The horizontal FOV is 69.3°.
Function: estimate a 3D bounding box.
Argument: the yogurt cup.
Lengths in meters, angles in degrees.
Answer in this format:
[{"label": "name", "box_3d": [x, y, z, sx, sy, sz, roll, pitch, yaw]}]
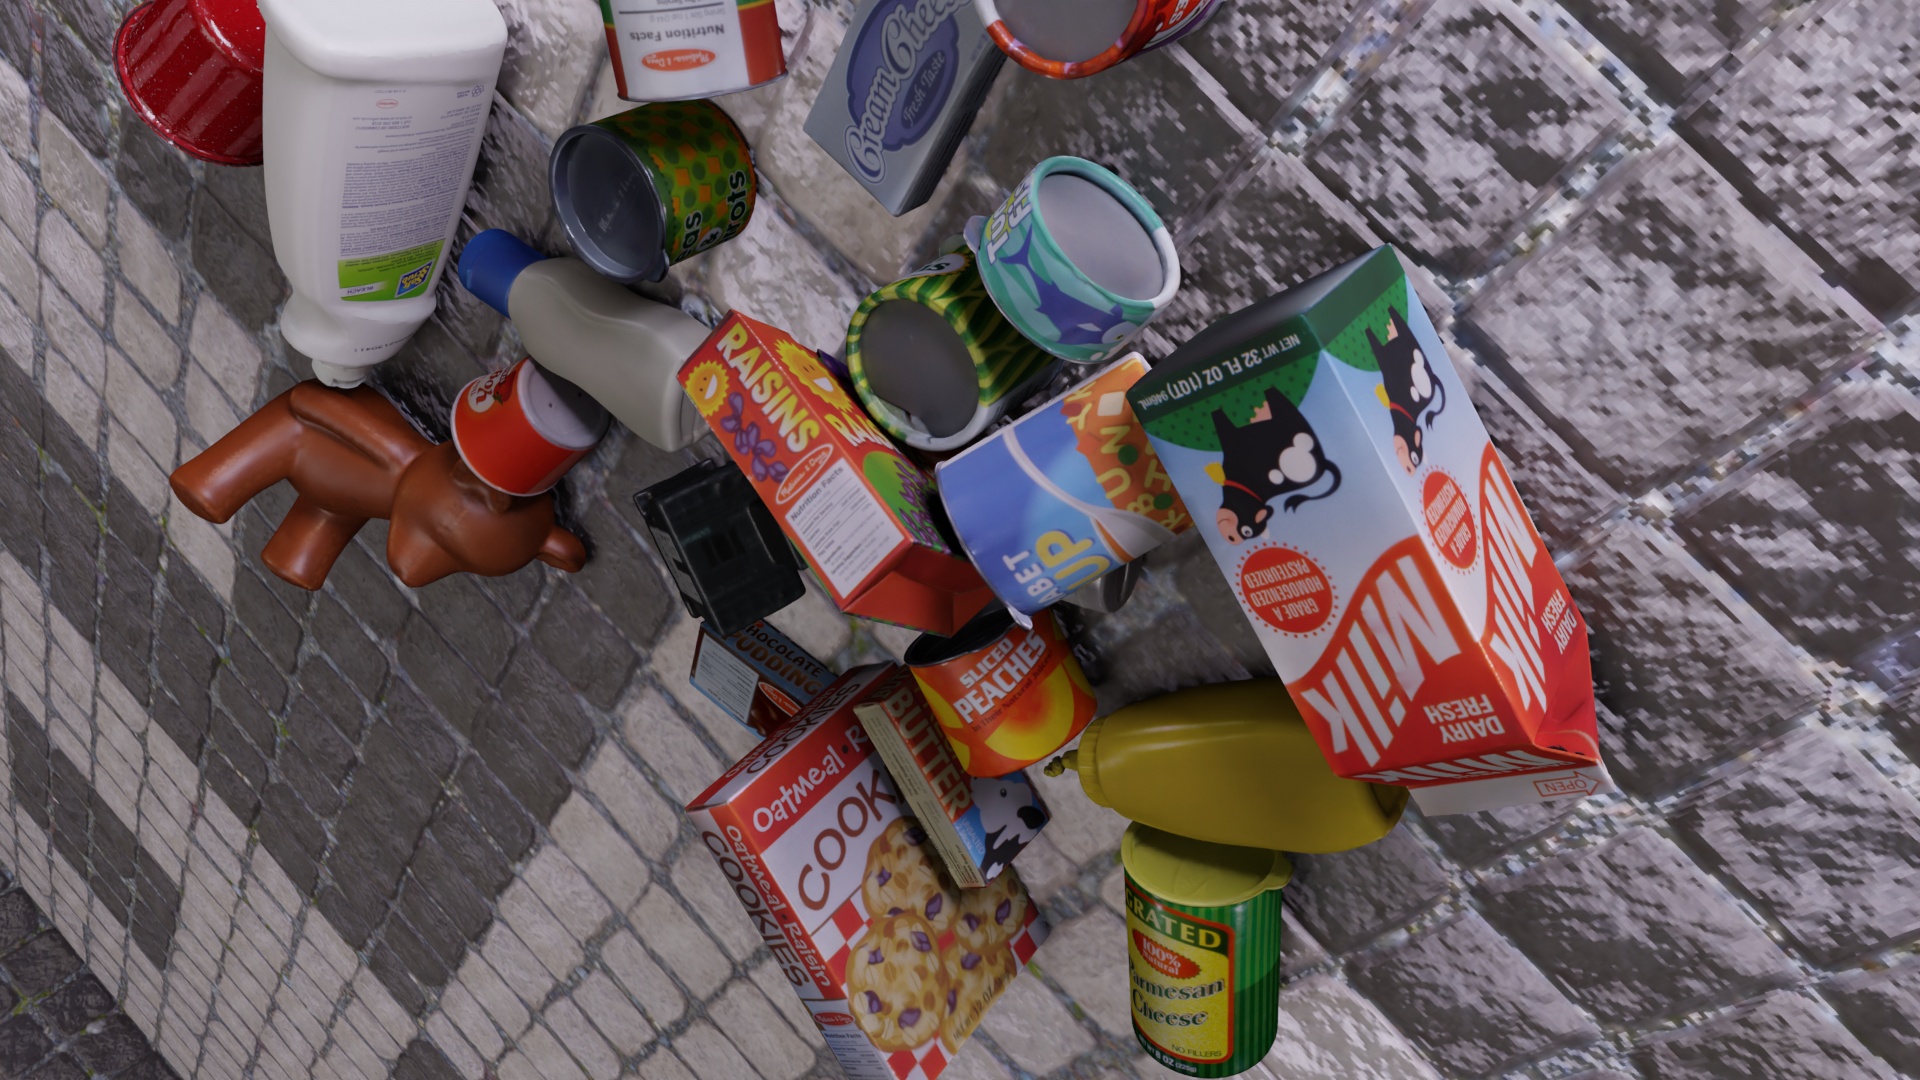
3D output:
[{"label": "yogurt cup", "box_3d": [-0.217, -0.062, 0.712, 0.053, 0.073, 0.072, -23, 101, 37]}]

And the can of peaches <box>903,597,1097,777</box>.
[{"label": "can of peaches", "box_3d": [0.018, 0.060, 0.593, 0.071, 0.071, 0.058, -15, 107, 44]}]

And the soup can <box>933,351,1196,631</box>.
[{"label": "soup can", "box_3d": [0.044, -0.017, 0.500, 0.083, 0.071, 0.071, -30, 97, 14]}]

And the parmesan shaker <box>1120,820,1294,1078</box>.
[{"label": "parmesan shaker", "box_3d": [0.106, 0.171, 0.594, 0.071, 0.072, 0.102, 14, 125, 32]}]

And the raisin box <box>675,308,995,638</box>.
[{"label": "raisin box", "box_3d": [-0.043, -0.025, 0.529, 0.040, 0.086, 0.124, -45, 63, 14]}]

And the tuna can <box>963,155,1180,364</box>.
[{"label": "tuna can", "box_3d": [0.039, -0.098, 0.476, 0.071, 0.071, 0.032, 50, 134, 2]}]

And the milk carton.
[{"label": "milk carton", "box_3d": [0.142, 0.009, 0.457, 0.072, 0.074, 0.190, -21, 103, 44]}]

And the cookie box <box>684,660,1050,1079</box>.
[{"label": "cookie box", "box_3d": [-0.040, 0.160, 0.665, 0.040, 0.123, 0.167, -20, 103, 44]}]

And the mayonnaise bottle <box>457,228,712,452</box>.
[{"label": "mayonnaise bottle", "box_3d": [-0.180, -0.103, 0.672, 0.148, 0.041, 0.064, 33, 131, 20]}]

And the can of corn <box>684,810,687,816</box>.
[{"label": "can of corn", "box_3d": [-0.104, 0.146, 0.751, 0.058, 0.071, 0.071, 50, 136, 2]}]

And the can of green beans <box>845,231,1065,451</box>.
[{"label": "can of green beans", "box_3d": [-0.001, -0.075, 0.531, 0.071, 0.058, 0.071, 20, 127, 29]}]

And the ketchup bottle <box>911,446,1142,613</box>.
[{"label": "ketchup bottle", "box_3d": [0.002, -0.007, 0.581, 0.149, 0.044, 0.064, 18, 116, 29]}]

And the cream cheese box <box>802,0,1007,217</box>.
[{"label": "cream cheese box", "box_3d": [-0.016, -0.173, 0.504, 0.053, 0.024, 0.103, 45, 135, 8]}]

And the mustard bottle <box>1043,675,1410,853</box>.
[{"label": "mustard bottle", "box_3d": [0.097, 0.089, 0.562, 0.160, 0.049, 0.065, -7, 112, 42]}]

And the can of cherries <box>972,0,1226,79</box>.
[{"label": "can of cherries", "box_3d": [0.046, -0.180, 0.426, 0.071, 0.059, 0.071, 20, 128, 29]}]

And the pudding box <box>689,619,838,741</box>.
[{"label": "pudding box", "box_3d": [-0.101, 0.077, 0.729, 0.084, 0.030, 0.049, 35, 132, 17]}]

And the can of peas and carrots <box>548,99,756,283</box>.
[{"label": "can of peas and carrots", "box_3d": [-0.128, -0.148, 0.587, 0.071, 0.059, 0.070, 20, 128, 28]}]

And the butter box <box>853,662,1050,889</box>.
[{"label": "butter box", "box_3d": [-0.003, 0.106, 0.651, 0.024, 0.053, 0.103, -21, 101, 47]}]

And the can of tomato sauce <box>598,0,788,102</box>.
[{"label": "can of tomato sauce", "box_3d": [-0.104, -0.214, 0.523, 0.071, 0.071, 0.082, 13, 123, 33]}]
